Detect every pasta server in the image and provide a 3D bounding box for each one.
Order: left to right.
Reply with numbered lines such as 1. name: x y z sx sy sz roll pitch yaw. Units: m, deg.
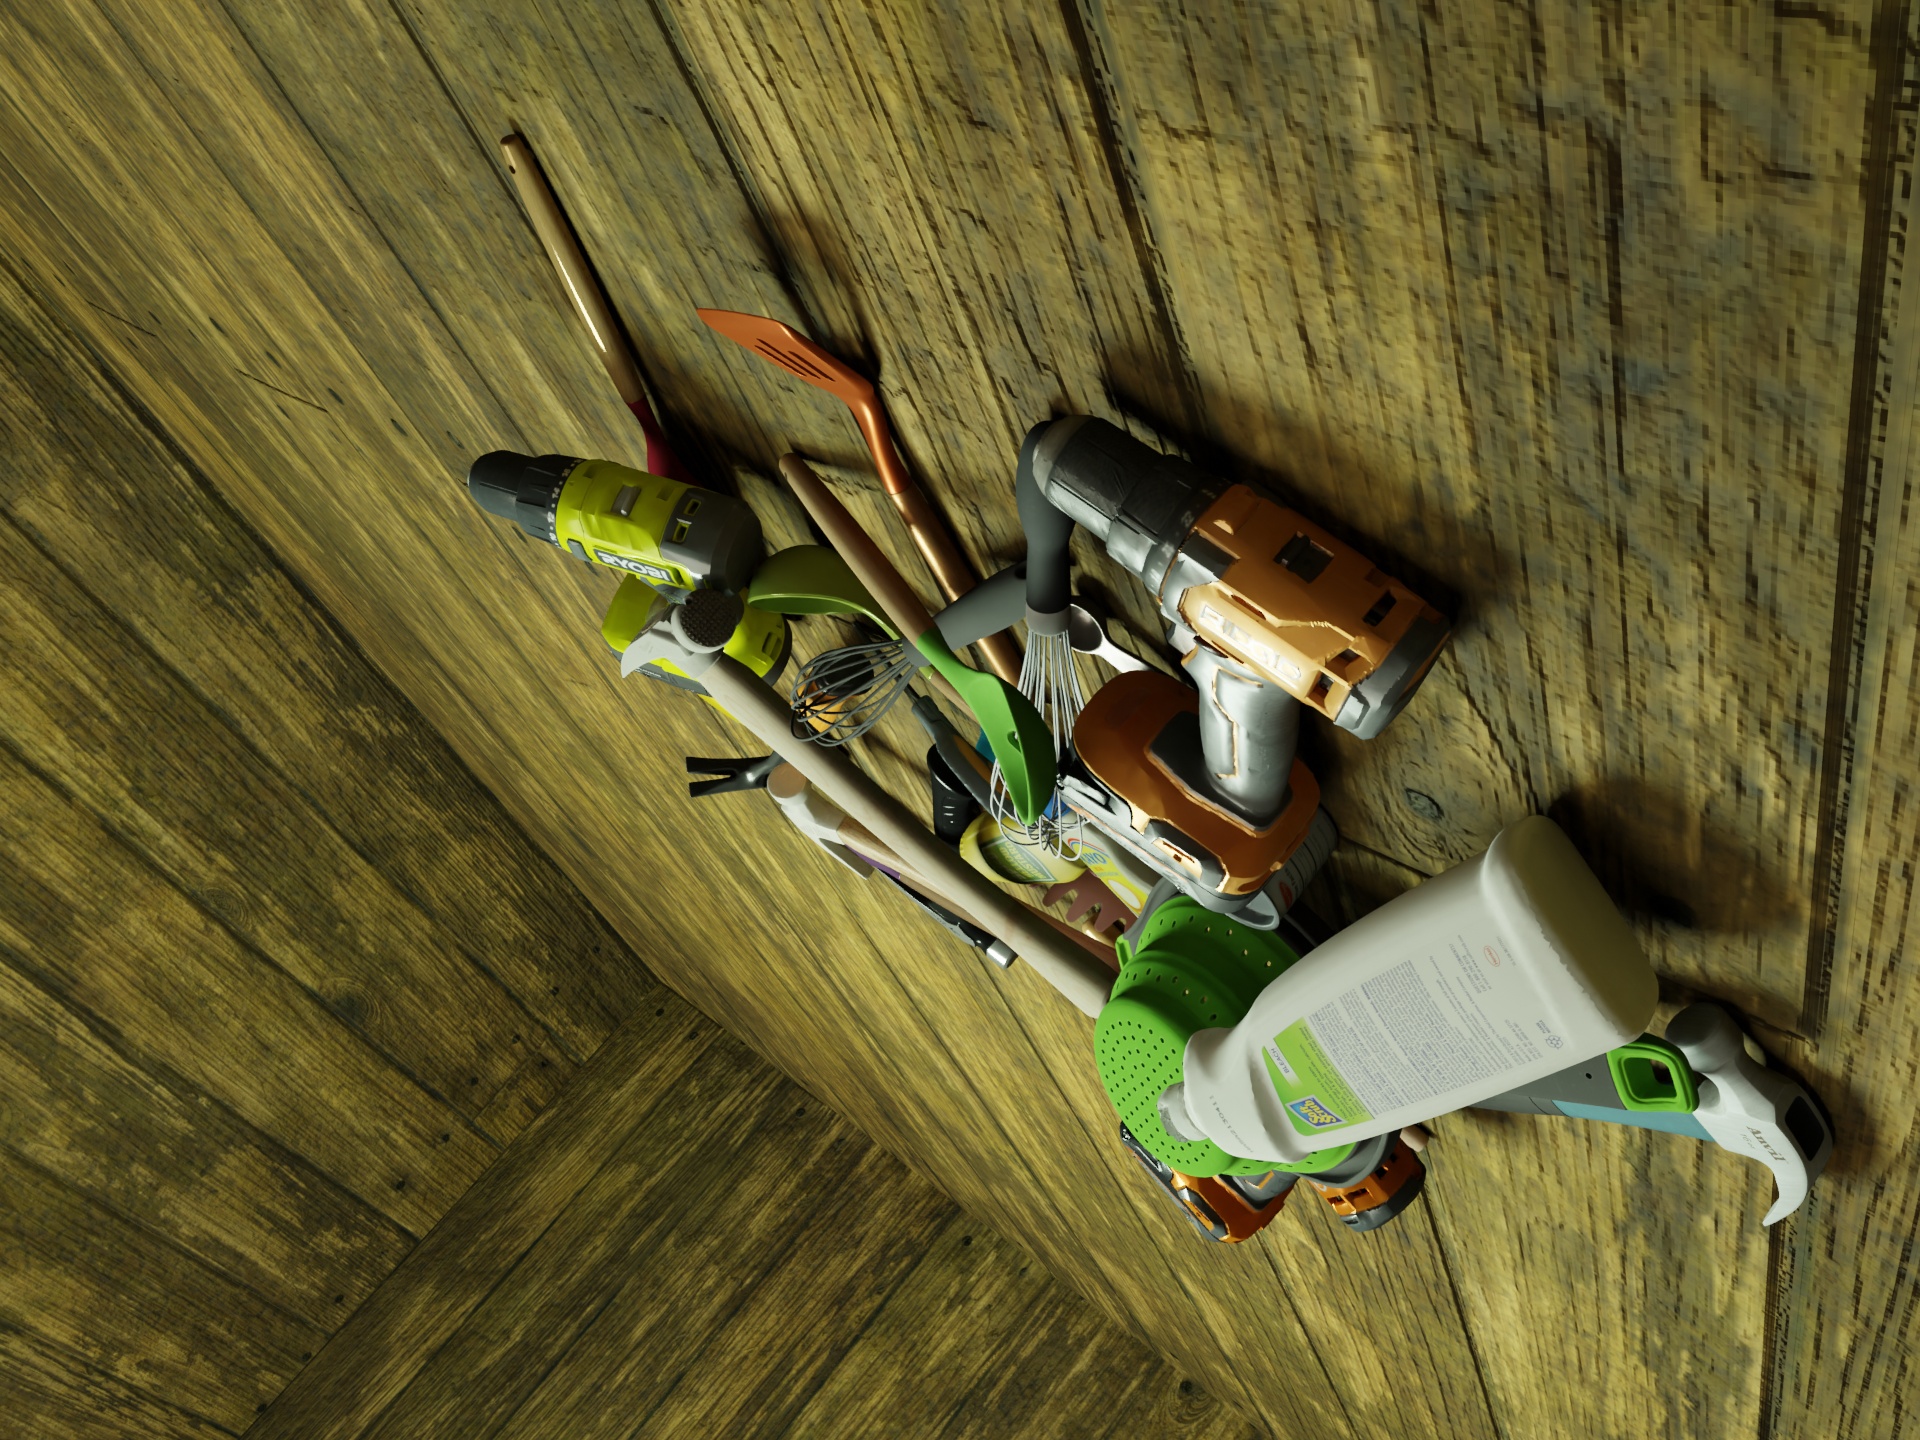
1. pasta server: 0.184 0.195 1.092 0.316 0.040 0.060 38 -172 7

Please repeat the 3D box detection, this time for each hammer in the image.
1. hammer: -0.125 0.006 1.172 0.337 0.127 0.034 137 127 -71
2. hammer: -0.051 0.068 1.067 0.410 0.038 0.146 42 155 -16
3. hammer: -0.010 0.098 1.262 0.146 0.035 0.334 36 160 16
4. hammer: 0.007 0.131 1.193 0.331 0.031 0.130 25 163 22
5. hammer: 0.315 0.198 0.855 0.128 0.033 0.331 47 160 -9

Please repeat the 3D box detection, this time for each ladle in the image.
1. ladle: -0.211 -0.222 0.987 0.069 0.031 0.315 27 154 32
2. ladle: -0.002 -0.003 0.967 0.320 0.062 0.078 40 -173 15

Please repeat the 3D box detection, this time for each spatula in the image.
1. spatula: -0.029 -0.104 0.863 0.081 0.041 0.322 23 154 47
2. spatula: -0.028 0.133 1.289 0.316 0.018 0.059 25 155 39

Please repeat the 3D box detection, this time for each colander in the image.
1. colander: 0.186 0.184 0.838 0.397 0.094 0.204 -9 102 58

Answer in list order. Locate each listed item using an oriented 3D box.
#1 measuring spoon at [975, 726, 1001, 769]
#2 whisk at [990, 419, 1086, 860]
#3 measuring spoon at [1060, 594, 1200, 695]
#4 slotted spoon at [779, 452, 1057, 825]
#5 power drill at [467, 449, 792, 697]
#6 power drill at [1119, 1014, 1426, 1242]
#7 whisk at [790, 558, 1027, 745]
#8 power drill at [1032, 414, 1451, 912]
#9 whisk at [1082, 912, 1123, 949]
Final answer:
1. measuring spoon: 0.006 0.001 1.044 0.042 0.021 0.128 21 153 45
2. whisk: 0.044 -0.032 0.807 0.070 0.070 0.284 30 144 30
3. measuring spoon: 0.100 -0.028 0.824 0.124 0.018 0.034 34 149 2
4. slotted spoon: -0.028 -0.059 0.839 0.314 0.031 0.070 52 157 40
5. power drill: -0.213 -0.101 1.075 0.190 0.080 0.228 17 162 13
6. power drill: 0.193 0.269 1.069 0.164 0.084 0.226 49 153 5
7. whisk: -0.024 -0.039 0.887 0.055 0.055 0.239 47 137 -15
8. power drill: 0.101 -0.025 0.717 0.185 0.084 0.226 36 152 15
9. whisk: 0.182 0.235 1.181 0.245 0.047 0.051 45 149 4
